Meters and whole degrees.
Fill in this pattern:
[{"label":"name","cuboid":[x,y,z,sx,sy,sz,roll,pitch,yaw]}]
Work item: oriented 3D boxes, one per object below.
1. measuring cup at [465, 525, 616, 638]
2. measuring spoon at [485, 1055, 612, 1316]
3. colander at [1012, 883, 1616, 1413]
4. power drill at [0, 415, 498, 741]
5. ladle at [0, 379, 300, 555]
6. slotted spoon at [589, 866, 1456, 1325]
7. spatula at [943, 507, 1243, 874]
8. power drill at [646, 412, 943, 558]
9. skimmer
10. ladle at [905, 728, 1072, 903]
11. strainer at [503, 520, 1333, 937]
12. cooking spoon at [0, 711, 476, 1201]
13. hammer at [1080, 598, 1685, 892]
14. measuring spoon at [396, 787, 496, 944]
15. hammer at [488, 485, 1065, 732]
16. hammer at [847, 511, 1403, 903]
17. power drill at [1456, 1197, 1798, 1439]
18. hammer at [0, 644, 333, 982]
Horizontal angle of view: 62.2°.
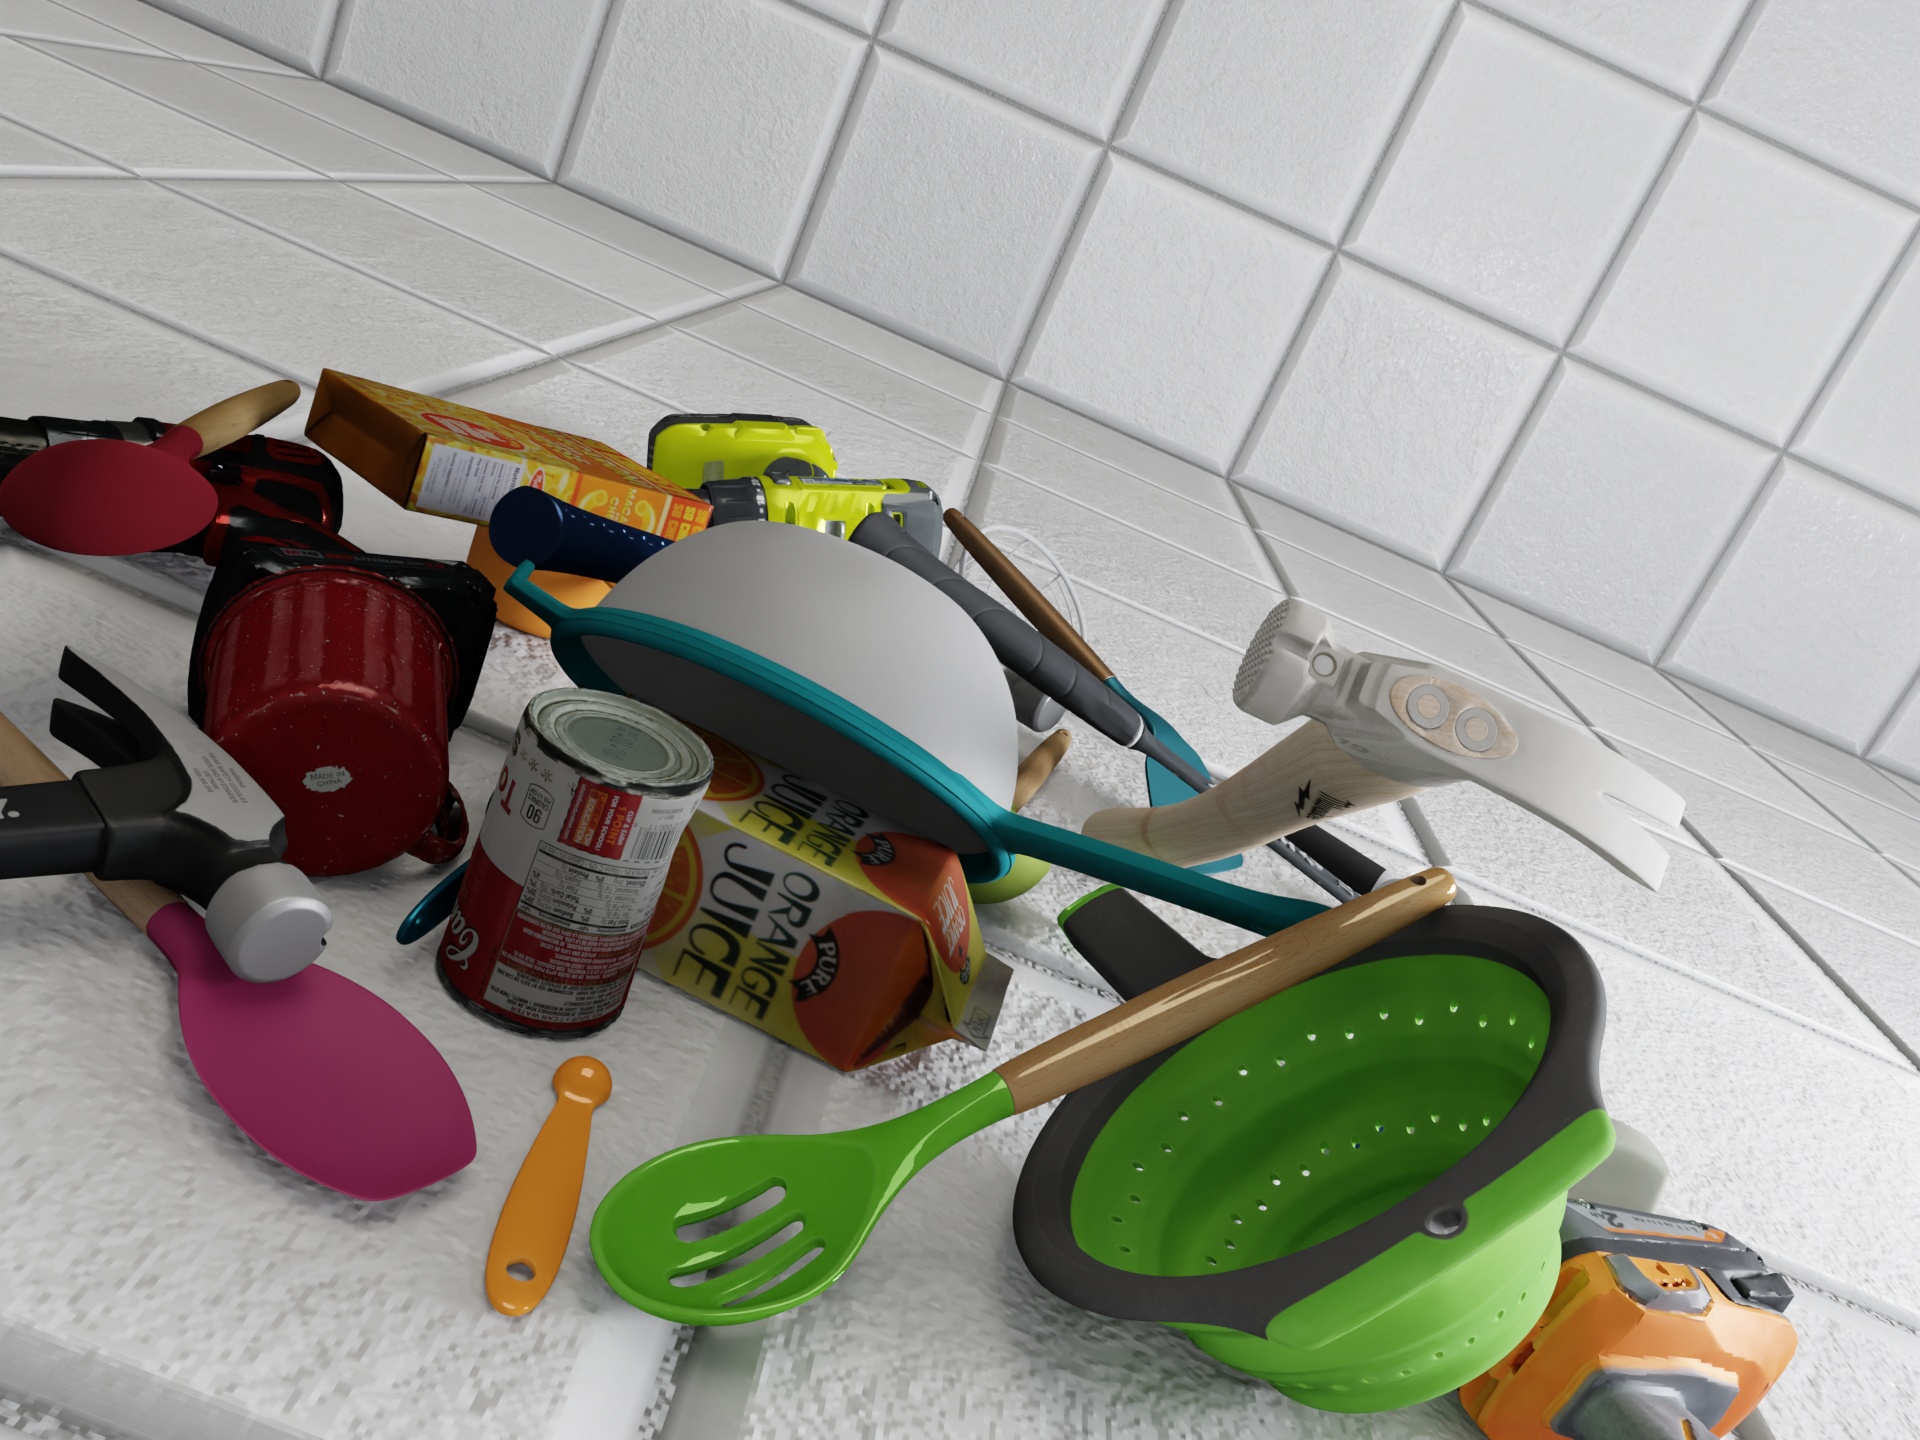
[{"label":"measuring cup","cuboid":[-0.197,-0.058,0.844,0.174,0.052,0.095,39,23,32]},{"label":"measuring spoon","cuboid":[-0.121,0.133,0.473,0.021,0.011,0.117,21,19,-10]},{"label":"colander","cuboid":[0.113,0.144,0.603,0.094,0.204,0.397,60,-5,-11]},{"label":"power drill","cuboid":[-0.329,-0.074,0.689,0.227,0.080,0.187,34,21,36]},{"label":"ladle","cuboid":[-0.323,-0.121,0.680,0.069,0.031,0.316,11,16,-13]},{"label":"slotted spoon","cuboid":[0.037,0.109,0.503,0.313,0.031,0.070,-21,35,-22]},{"label":"spatula","cuboid":[0.071,-0.030,1.010,0.082,0.044,0.318,1,41,-45]},{"label":"power drill","cuboid":[-0.137,-0.147,1.051,0.190,0.080,0.229,-2,20,-22]},{"label":"skimmer","cuboid":[0.142,-0.008,1.058,0.363,0.090,0.127,34,33,24]},{"label":"ladle","cuboid":[0.035,0.032,0.878,0.078,0.062,0.320,34,17,5]},{"label":"strainer","cuboid":[-0.001,-0.002,0.642,0.340,0.095,0.210,18,-19,23]},{"label":"cooking spoon","cuboid":[-0.267,0.050,0.510,0.319,0.017,0.068,34,23,25]},{"label":"hammer","cuboid":[0.131,0.042,0.677,0.146,0.038,0.410,25,-13,-3]},{"label":"measuring spoon","cuboid":[-0.182,0.048,0.586,0.021,0.042,0.129,26,20,1]},{"label":"hammer","cuboid":[-0.087,-0.060,0.834,0.144,0.035,0.405,32,9,29]},{"label":"hammer","cuboid":[0.106,0.018,0.881,0.409,0.036,0.149,37,15,-3]},{"label":"power drill","cuboid":[0.265,0.263,0.495,0.164,0.084,0.227,17,24,-25]},{"label":"hammer","cuboid":[-0.347,0.035,0.398,0.334,0.035,0.146,-4,36,-48]}]
